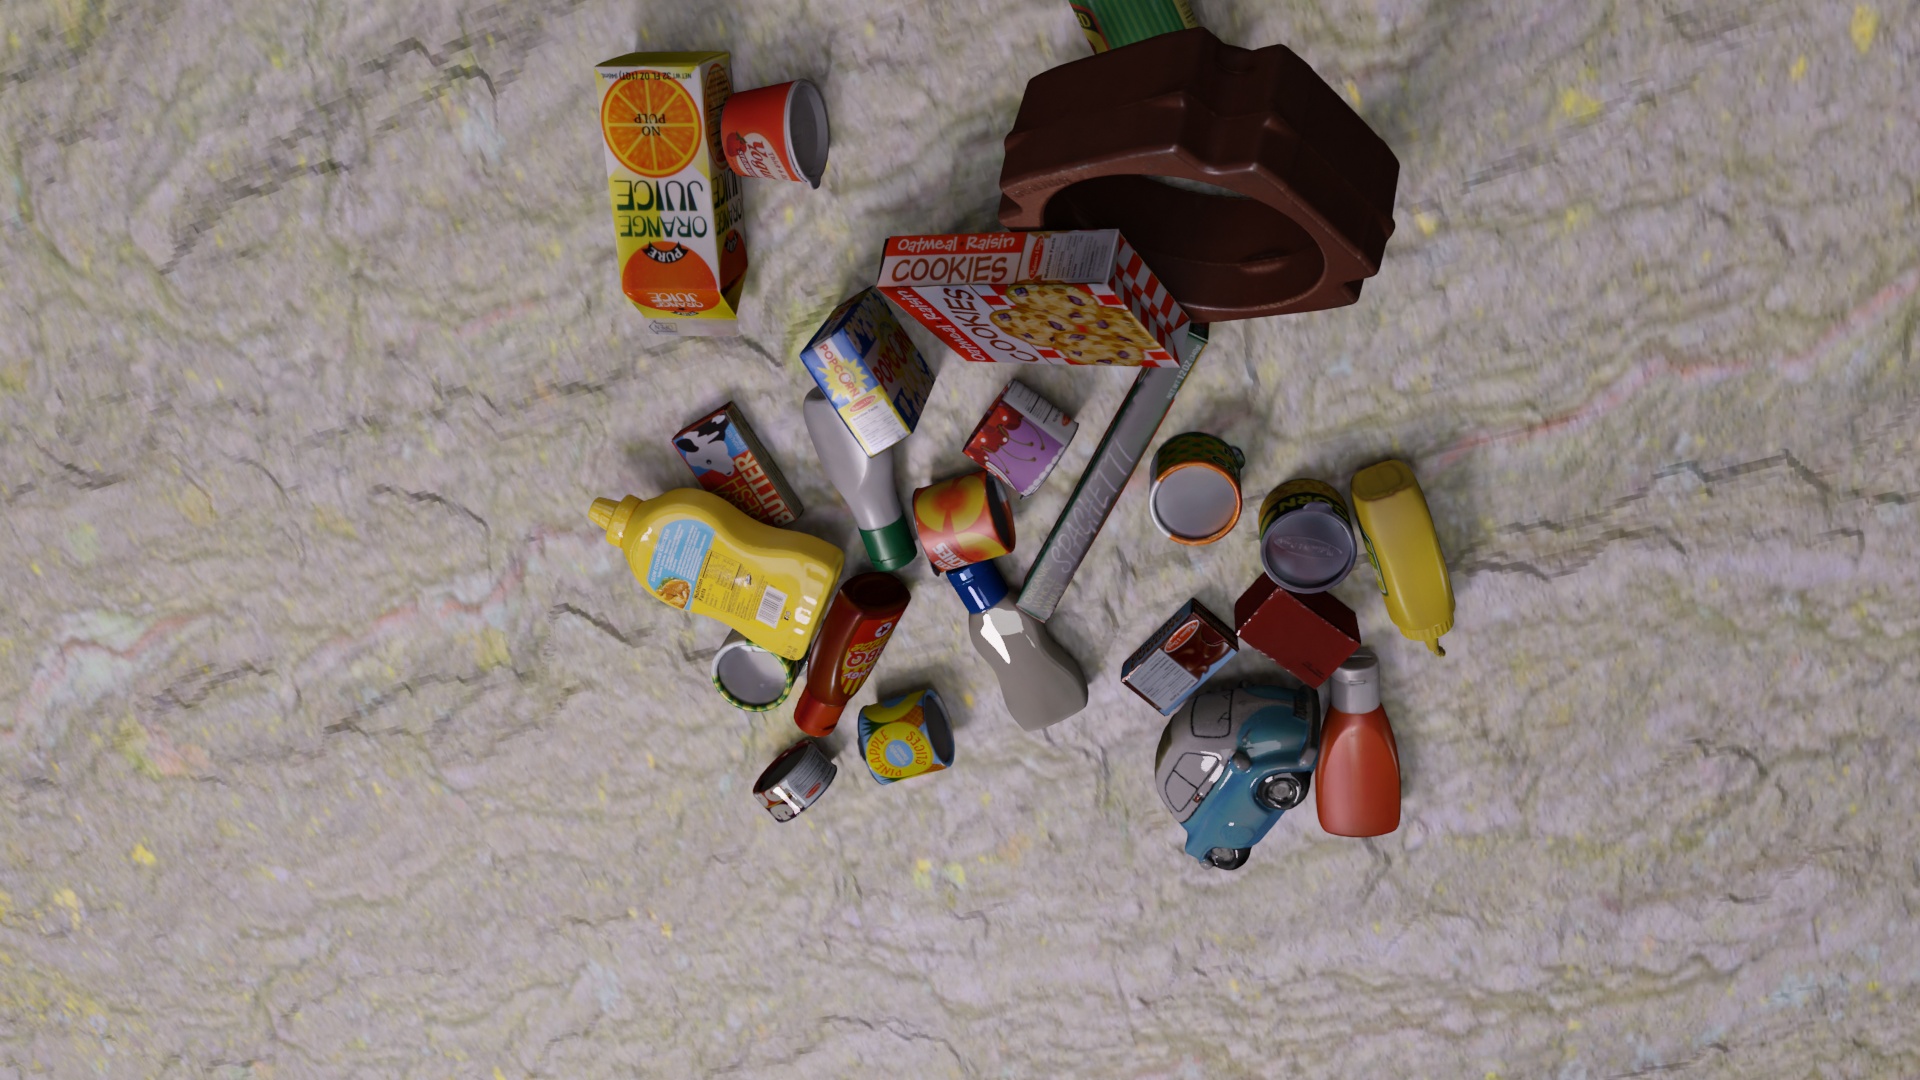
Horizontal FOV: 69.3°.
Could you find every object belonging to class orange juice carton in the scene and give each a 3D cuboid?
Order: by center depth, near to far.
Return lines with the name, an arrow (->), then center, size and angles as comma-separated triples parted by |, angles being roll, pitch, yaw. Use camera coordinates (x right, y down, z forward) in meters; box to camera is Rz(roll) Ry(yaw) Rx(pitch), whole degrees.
orange juice carton -> -0.194, -0.233, 0.958 | 0.072, 0.073, 0.191 | 2, 115, 8

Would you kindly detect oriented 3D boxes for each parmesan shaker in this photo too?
parmesan shaker -> 0.118, -0.311, 0.872 | 0.071, 0.071, 0.103 | -24, 108, 19

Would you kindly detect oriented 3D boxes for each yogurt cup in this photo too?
yogurt cup -> -0.125, -0.274, 0.935 | 0.054, 0.073, 0.072 | 2, 115, 17

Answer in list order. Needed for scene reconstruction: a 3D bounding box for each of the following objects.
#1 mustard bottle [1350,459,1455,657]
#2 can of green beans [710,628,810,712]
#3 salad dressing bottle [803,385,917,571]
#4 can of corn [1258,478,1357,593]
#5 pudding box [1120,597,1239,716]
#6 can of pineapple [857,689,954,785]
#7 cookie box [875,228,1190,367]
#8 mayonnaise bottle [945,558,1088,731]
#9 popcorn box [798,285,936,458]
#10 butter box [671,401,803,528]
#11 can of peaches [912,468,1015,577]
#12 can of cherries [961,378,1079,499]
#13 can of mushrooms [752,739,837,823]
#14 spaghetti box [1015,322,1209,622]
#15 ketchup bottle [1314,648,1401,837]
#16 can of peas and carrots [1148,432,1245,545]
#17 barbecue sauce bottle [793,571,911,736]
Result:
mustard bottle -> 0.322, 0.023, 0.995 | 0.049, 0.065, 0.159 | -19, 113, 13
can of green beans -> -0.159, 0.095, 1.108 | 0.071, 0.058, 0.071 | 4, 115, 8
salad dressing bottle -> -0.071, -0.048, 1.034 | 0.064, 0.044, 0.147 | 8, 126, 42
can of corn -> 0.248, -0.006, 0.996 | 0.071, 0.058, 0.071 | 4, 115, 8
pudding box -> 0.169, 0.090, 1.068 | 0.049, 0.030, 0.083 | 39, 114, -8
can of pineapple -> -0.043, 0.158, 1.111 | 0.058, 0.071, 0.070 | -17, 110, 16
cookie box -> 0.048, -0.156, 0.902 | 0.167, 0.123, 0.040 | 6, 76, 32
mayonnaise bottle -> 0.041, 0.076, 1.077 | 0.064, 0.041, 0.147 | -26, 106, 18
popcorn box -> -0.062, -0.119, 0.958 | 0.038, 0.127, 0.085 | -30, 107, 17
butter box -> -0.170, -0.050, 1.063 | 0.053, 0.024, 0.103 | -26, 107, 20
can of peaches -> 0.004, -0.013, 1.026 | 0.058, 0.071, 0.071 | -16, 111, 15
can of cherries -> 0.041, -0.071, 0.995 | 0.058, 0.072, 0.071 | 35, 115, -7
can of mushrooms -> -0.138, 0.199, 1.148 | 0.071, 0.071, 0.033 | -35, 104, 22
spaghetti box -> 0.107, -0.050, 1.004 | 0.029, 0.050, 0.248 | 27, 116, -1
ketchup bottle -> 0.305, 0.156, 1.068 | 0.065, 0.044, 0.148 | -4, 113, 10
can of peas and carrots -> 0.170, -0.038, 0.994 | 0.071, 0.059, 0.070 | 4, 115, 8
barbecue sauce bottle -> -0.092, 0.093, 1.096 | 0.044, 0.065, 0.147 | 44, 127, 24
